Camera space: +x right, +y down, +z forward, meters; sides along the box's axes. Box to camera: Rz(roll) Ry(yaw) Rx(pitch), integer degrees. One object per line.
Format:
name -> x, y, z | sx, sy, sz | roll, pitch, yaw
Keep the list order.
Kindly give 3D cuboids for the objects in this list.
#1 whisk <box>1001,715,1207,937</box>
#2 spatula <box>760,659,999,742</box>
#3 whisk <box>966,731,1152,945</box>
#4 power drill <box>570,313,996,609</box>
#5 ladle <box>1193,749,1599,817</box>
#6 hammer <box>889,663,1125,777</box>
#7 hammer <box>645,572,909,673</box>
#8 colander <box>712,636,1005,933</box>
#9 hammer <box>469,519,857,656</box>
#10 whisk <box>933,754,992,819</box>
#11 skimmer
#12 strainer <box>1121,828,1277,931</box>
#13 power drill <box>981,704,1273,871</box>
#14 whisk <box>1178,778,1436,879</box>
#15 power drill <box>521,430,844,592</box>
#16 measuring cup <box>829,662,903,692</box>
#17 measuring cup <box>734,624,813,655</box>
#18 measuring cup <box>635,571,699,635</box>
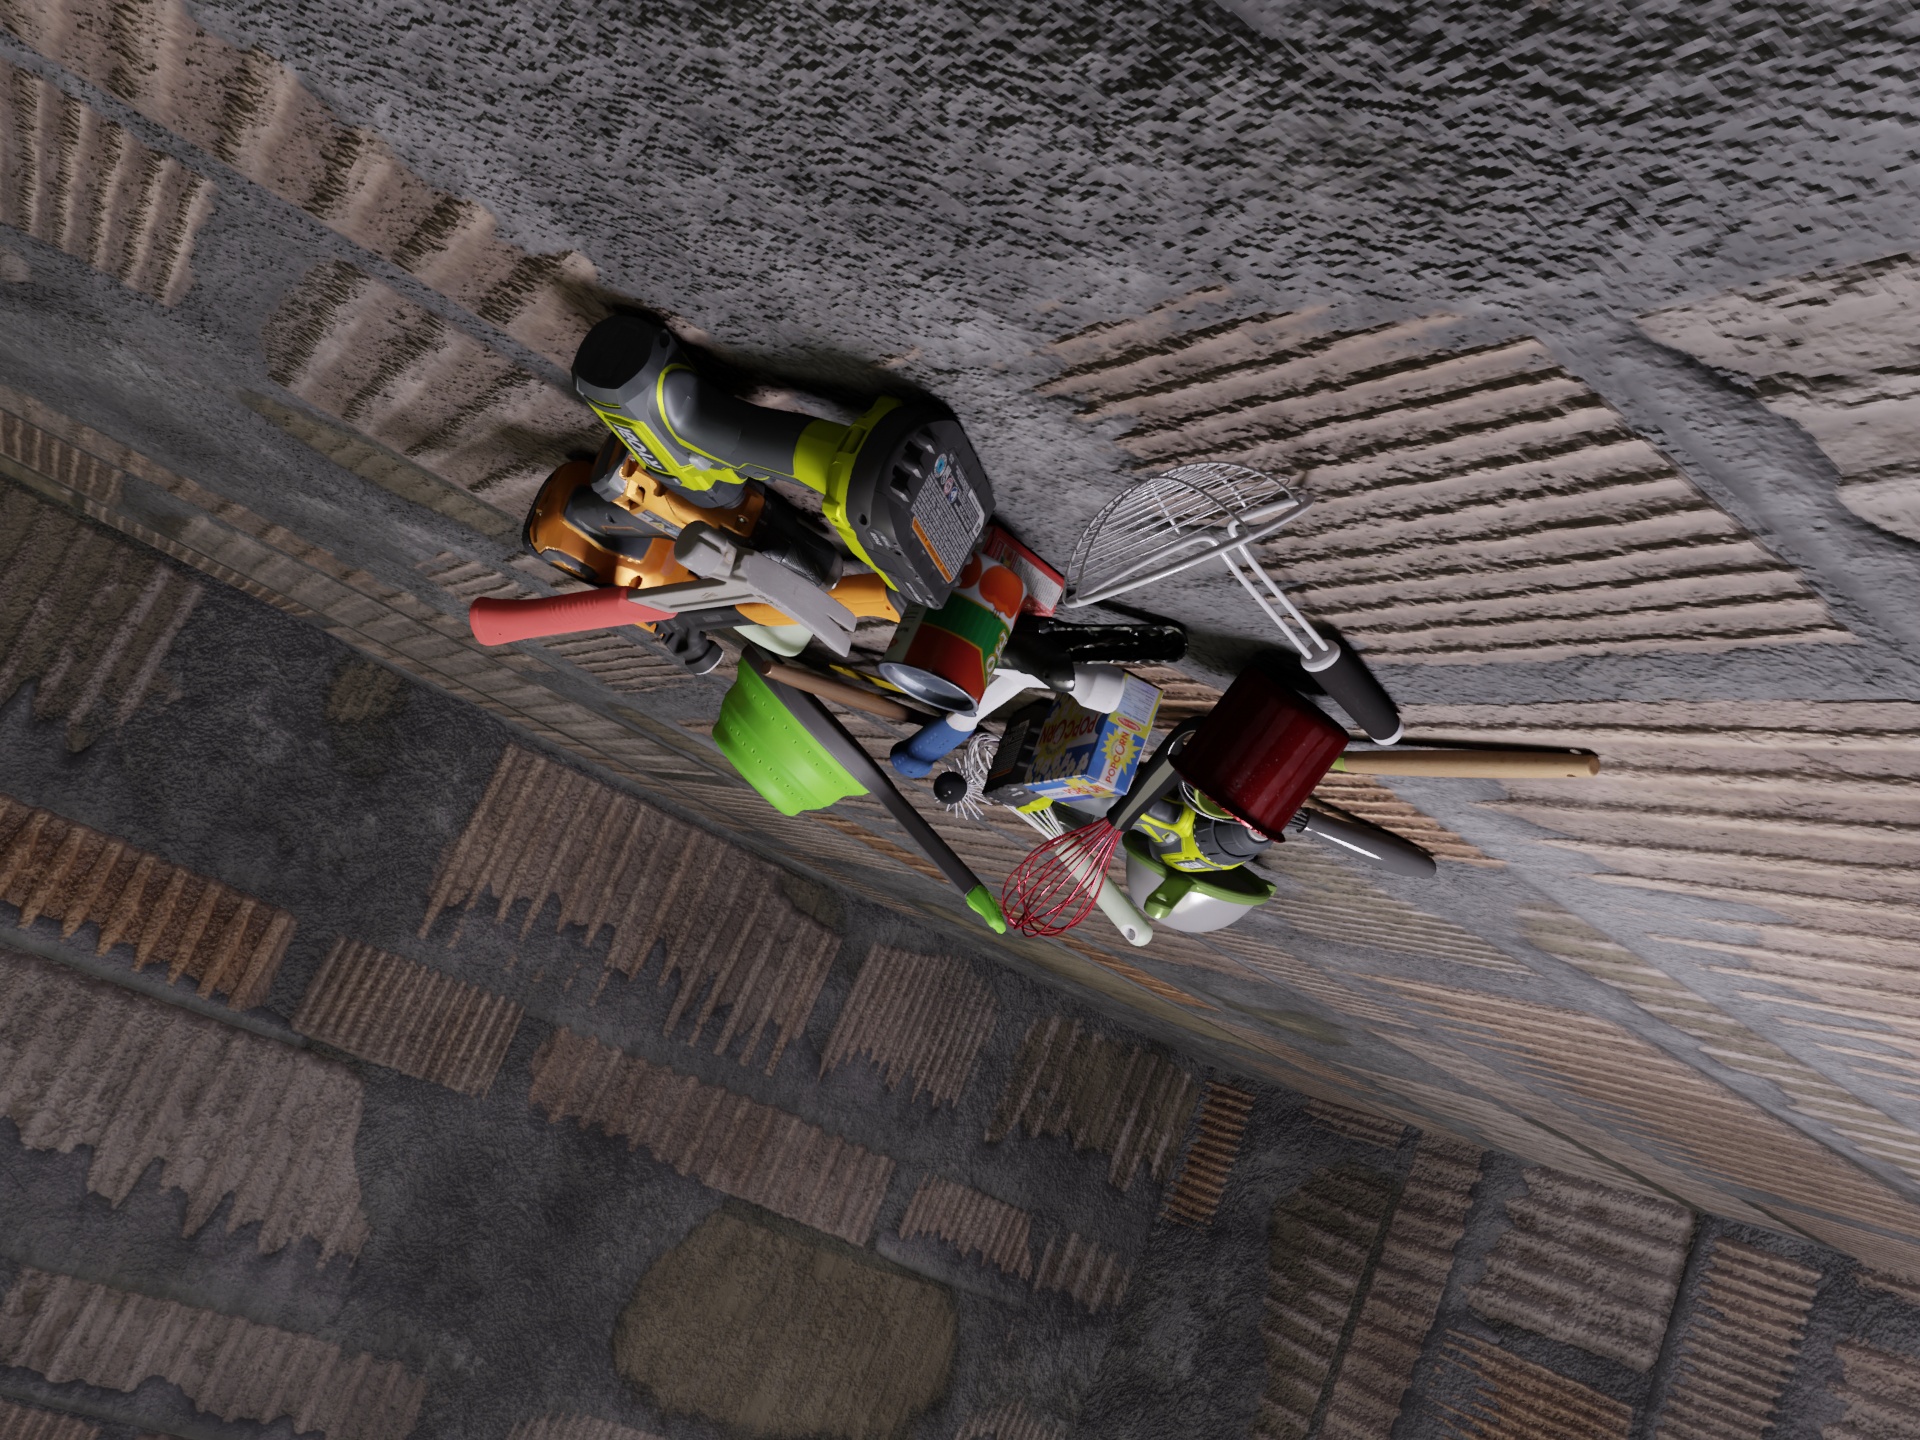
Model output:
whisk -> 0.116, 0.090, 1.272 | 0.073, 0.073, 0.295 | 26, 132, -12
spatula -> -0.067, -0.012, 1.415 | 0.060, 0.018, 0.315 | 13, 176, 37
whisk -> 0.091, 0.107, 1.451 | 0.246, 0.059, 0.057 | 50, 136, 7
power drill -> -0.100, -0.148, 0.931 | 0.223, 0.080, 0.171 | 22, 167, 22
ladle -> 0.280, 0.040, 1.067 | 0.078, 0.062, 0.320 | 20, 168, -33
hammer -> -0.002, -0.004, 1.294 | 0.144, 0.035, 0.405 | 16, 166, -11
hammer -> -0.151, -0.093, 1.233 | 0.337, 0.034, 0.127 | -1, 137, 48
colander -> -0.111, 0.071, 1.421 | 0.397, 0.094, 0.204 | 46, 178, 29
hammer -> -0.244, -0.081, 1.174 | 0.359, 0.037, 0.149 | -3, 154, 43
whisk -> 0.000, 0.064, 1.538 | 0.070, 0.070, 0.284 | 22, 179, 4
skimmer -> 0.177, -0.035, 0.861 | 0.127, 0.090, 0.362 | -21, 147, 25
strainer -> 0.200, 0.170, 1.482 | 0.151, 0.069, 0.256 | 24, -167, 15
power drill -> 0.148, 0.067, 1.360 | 0.228, 0.080, 0.190 | 22, 169, -9
whisk -> 0.276, 0.079, 1.264 | 0.239, 0.055, 0.055 | 21, 168, -11
power drill -> -0.203, -0.136, 1.154 | 0.185, 0.084, 0.226 | 28, 162, -28
measuring cup -> -0.053, -0.042, 1.383 | 0.157, 0.029, 0.062 | 16, 166, 38
measuring cup -> -0.146, -0.080, 1.315 | 0.083, 0.038, 0.168 | 31, 173, -22
measuring cup -> -0.294, -0.117, 1.444 | 0.095, 0.052, 0.174 | 33, 166, -37
